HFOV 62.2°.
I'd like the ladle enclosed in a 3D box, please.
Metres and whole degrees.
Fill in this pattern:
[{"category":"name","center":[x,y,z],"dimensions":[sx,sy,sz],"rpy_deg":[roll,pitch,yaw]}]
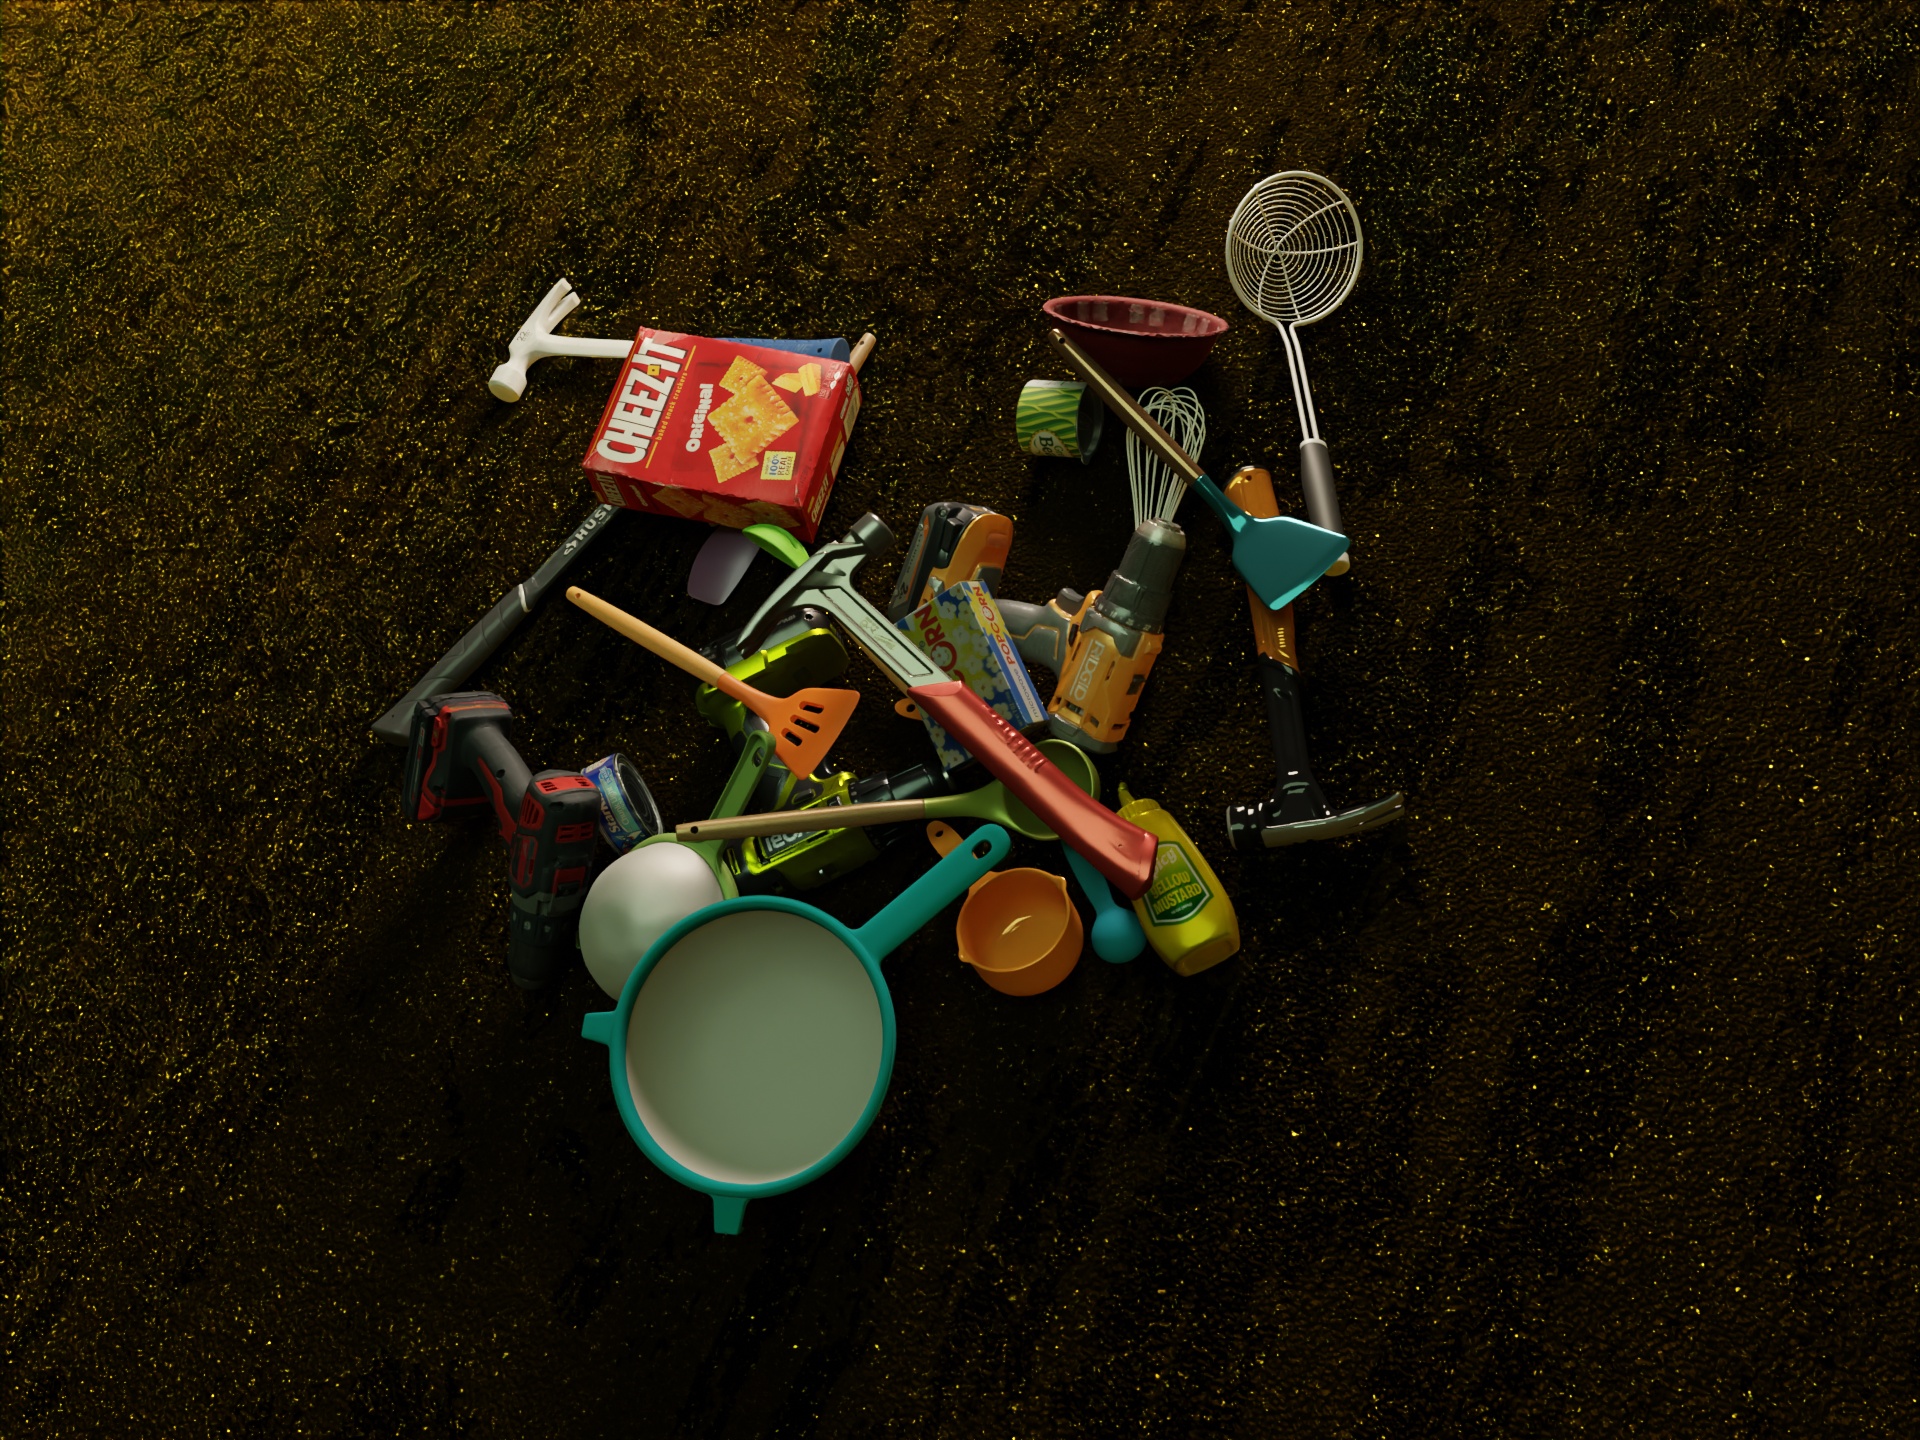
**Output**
[{"category":"ladle","center":[-0.053,0.065,1.194],"dimensions":[0.320,0.062,0.078],"rpy_deg":[-5,72,-8]}]

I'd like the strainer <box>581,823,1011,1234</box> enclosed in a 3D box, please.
[{"category":"strainer","center":[-0.092,0.199,1.166],"dimensions":[0.340,0.095,0.211],"rpy_deg":[-40,70,-4]}]

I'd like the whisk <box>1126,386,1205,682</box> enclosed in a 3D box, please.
[{"category":"whisk","center":[0.156,-0.153,1.314],"dimensions":[0.070,0.070,0.285],"rpy_deg":[2,67,21]}]

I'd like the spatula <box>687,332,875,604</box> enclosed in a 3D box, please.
[{"category":"spatula","center":[-0.164,-0.242,1.497],"dimensions":[0.060,0.018,0.316],"rpy_deg":[21,71,29]}]

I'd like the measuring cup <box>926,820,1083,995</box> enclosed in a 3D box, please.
[{"category":"measuring cup","center":[0.026,0.137,1.197],"dimensions":[0.095,0.052,0.174],"rpy_deg":[-37,43,-6]}]

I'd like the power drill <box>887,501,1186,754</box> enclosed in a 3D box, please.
[{"category":"power drill","center":[0.065,-0.102,1.260],"dimensions":[0.226,0.084,0.185],"rpy_deg":[32,109,31]}]

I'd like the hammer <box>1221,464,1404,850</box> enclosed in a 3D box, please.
[{"category":"hammer","center":[0.253,-0.062,1.236],"dimensions":[0.127,0.034,0.337],"rpy_deg":[-11,58,14]}]

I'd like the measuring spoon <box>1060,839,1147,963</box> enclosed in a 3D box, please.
[{"category":"measuring spoon","center":[0.100,0.123,1.191],"dimensions":[0.042,0.021,0.129],"rpy_deg":[-27,56,3]}]

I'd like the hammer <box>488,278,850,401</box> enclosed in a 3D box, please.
[{"category":"hammer","center":[-0.289,-0.375,1.596],"dimensions":[0.406,0.035,0.144],"rpy_deg":[9,65,27]}]

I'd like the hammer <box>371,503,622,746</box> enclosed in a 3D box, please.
[{"category":"hammer","center":[-0.404,-0.134,1.510],"dimensions":[0.149,0.036,0.409],"rpy_deg":[35,77,33]}]

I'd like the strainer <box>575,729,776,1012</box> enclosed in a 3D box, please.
[{"category":"strainer","center":[-0.220,0.116,1.219],"dimensions":[0.152,0.069,0.256],"rpy_deg":[37,106,31]}]

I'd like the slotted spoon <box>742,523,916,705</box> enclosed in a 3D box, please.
[{"category":"slotted spoon","center":[-0.087,-0.077,1.353],"dimensions":[0.031,0.070,0.314],"rpy_deg":[-45,61,2]}]

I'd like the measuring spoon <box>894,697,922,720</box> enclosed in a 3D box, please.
[{"category":"measuring spoon","center":[-0.002,-0.004,1.310],"dimensions":[0.117,0.011,0.021],"rpy_deg":[7,67,27]}]

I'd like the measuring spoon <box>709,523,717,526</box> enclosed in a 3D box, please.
[{"category":"measuring spoon","center":[-0.205,-0.235,1.513],"dimensions":[0.034,0.018,0.124],"rpy_deg":[22,77,23]}]

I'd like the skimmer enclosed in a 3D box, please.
[{"category":"skimmer","center":[0.295,-0.293,1.321],"dimensions":[0.127,0.090,0.364],"rpy_deg":[5,61,-14]}]

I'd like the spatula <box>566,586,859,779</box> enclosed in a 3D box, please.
[{"category":"spatula","center":[-0.213,-0.046,1.292],"dimensions":[0.323,0.041,0.081],"rpy_deg":[28,80,28]}]

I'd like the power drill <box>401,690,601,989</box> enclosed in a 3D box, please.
[{"category":"power drill","center":[-0.378,0.095,1.316],"dimensions":[0.227,0.080,0.187],"rpy_deg":[35,119,39]}]

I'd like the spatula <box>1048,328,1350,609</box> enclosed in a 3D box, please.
[{"category":"spatula","center":[0.176,-0.216,1.282],"dimensions":[0.082,0.044,0.318],"rpy_deg":[-41,72,0]}]

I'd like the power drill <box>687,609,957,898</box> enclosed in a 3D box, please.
[{"category":"power drill","center":[-0.119,0.022,1.296],"dimensions":[0.190,0.080,0.229],"rpy_deg":[-26,59,5]}]

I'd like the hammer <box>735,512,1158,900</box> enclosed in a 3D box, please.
[{"category":"hammer","center":[0.000,0.006,1.170],"dimensions":[0.149,0.036,0.359],"rpy_deg":[-45,72,-6]}]
